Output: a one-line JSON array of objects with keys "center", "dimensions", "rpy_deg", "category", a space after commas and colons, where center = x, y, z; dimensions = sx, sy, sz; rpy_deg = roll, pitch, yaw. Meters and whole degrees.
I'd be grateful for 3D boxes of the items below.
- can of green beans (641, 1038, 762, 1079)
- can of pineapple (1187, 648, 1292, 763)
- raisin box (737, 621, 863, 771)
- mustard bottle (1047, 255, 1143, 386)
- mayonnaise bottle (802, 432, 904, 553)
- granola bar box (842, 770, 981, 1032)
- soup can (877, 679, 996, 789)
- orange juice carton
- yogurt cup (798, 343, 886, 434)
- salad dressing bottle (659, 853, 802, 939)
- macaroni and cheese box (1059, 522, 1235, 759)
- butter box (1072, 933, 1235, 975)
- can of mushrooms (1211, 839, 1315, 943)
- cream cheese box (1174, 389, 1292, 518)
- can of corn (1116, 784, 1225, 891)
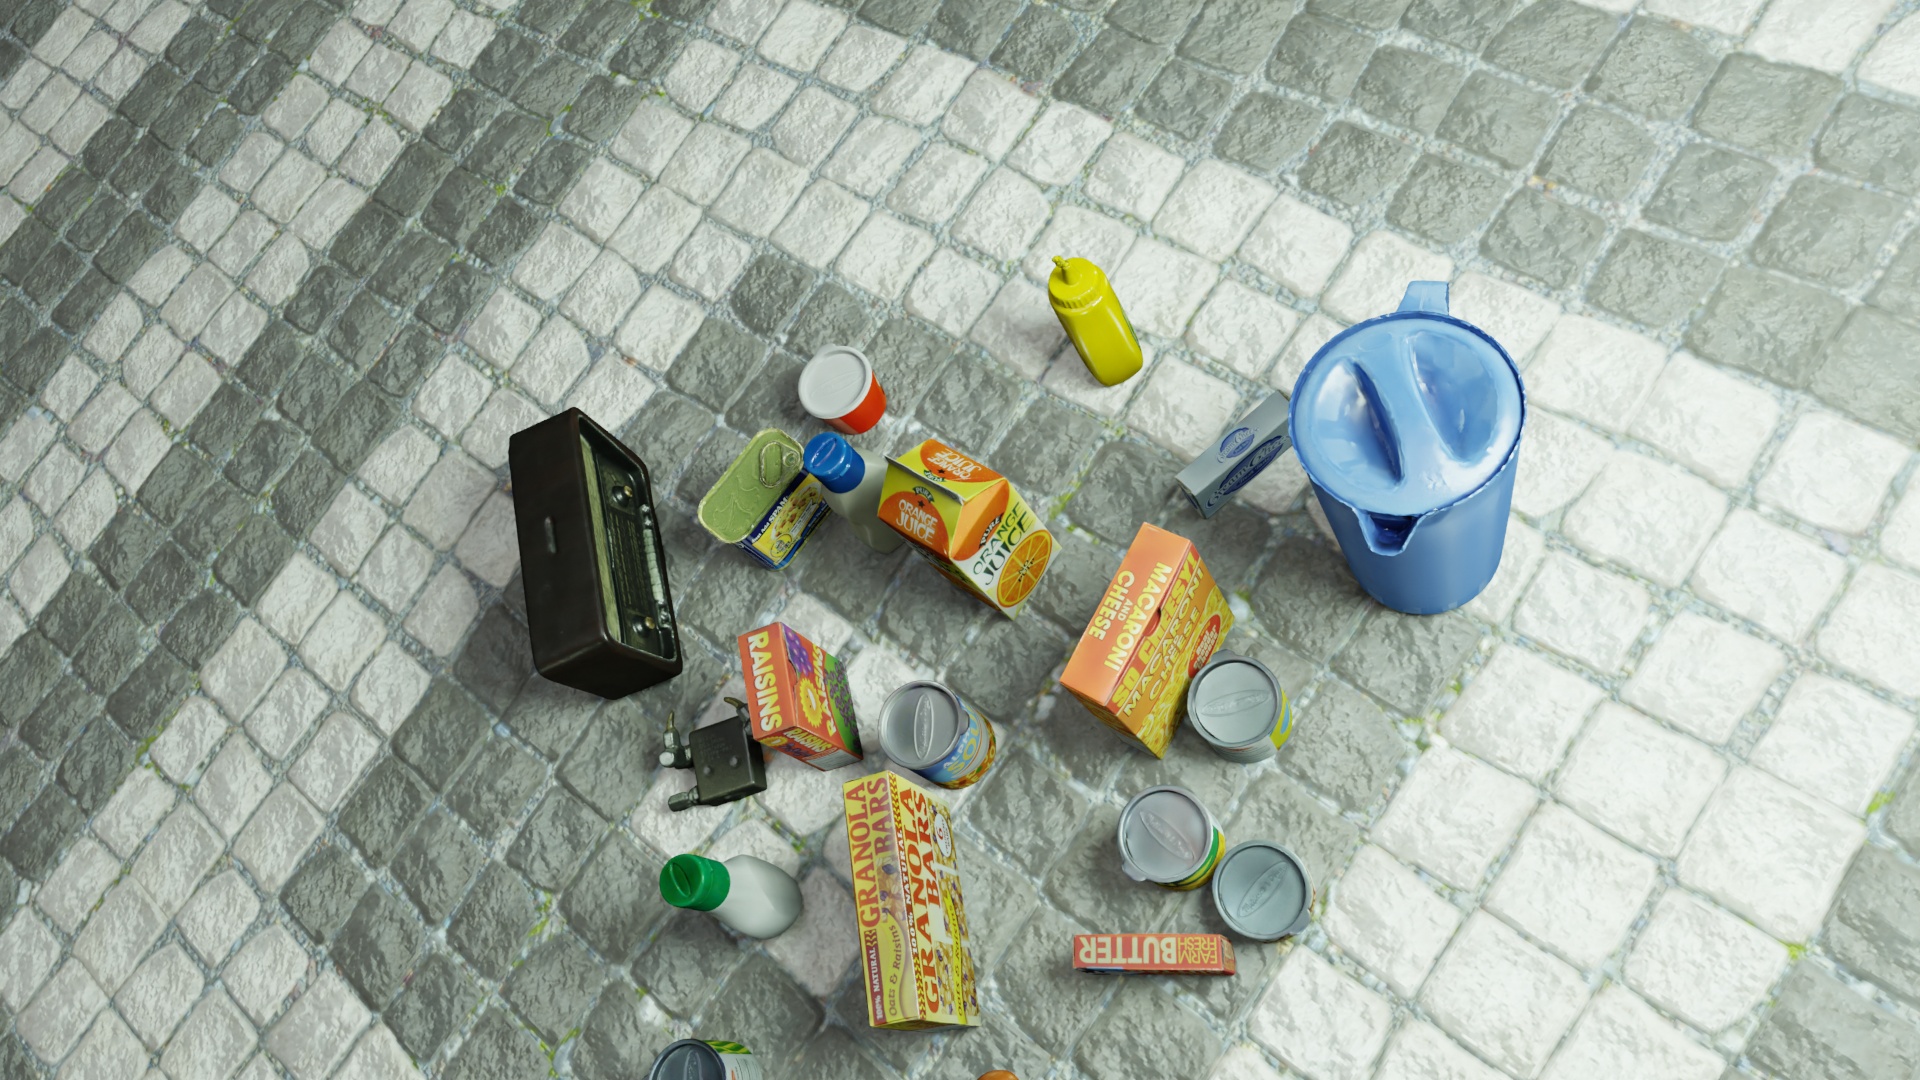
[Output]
[{"center": [-0.187, 0.401, 1.019], "dimensions": [0.071, 0.057, 0.071], "rpy_deg": [-7, 67, 18], "category": "can of green beans"}, {"center": [0.199, 0.119, 0.986], "dimensions": [0.071, 0.057, 0.071], "rpy_deg": [-7, 67, 18], "category": "can of pineapple"}, {"center": [-0.121, 0.122, 1.069], "dimensions": [0.040, 0.123, 0.086], "rpy_deg": [-19, 64, 13], "category": "raisin box"}, {"center": [0.101, -0.179, 1.085], "dimensions": [0.049, 0.160, 0.065], "rpy_deg": [-29, 62, 8], "category": "mustard bottle"}, {"center": [-0.078, -0.041, 1.104], "dimensions": [0.041, 0.147, 0.065], "rpy_deg": [37, 86, 29], "category": "mayonnaise bottle"}, {"center": [-0.035, 0.258, 0.981], "dimensions": [0.039, 0.124, 0.166], "rpy_deg": [-16, 65, 15], "category": "granola bar box"}, {"center": [-0.014, 0.147, 1.041], "dimensions": [0.071, 0.083, 0.071], "rpy_deg": [-7, 67, 18], "category": "soup can"}, {"center": [0.004, -0.013, 1.037], "dimensions": [0.072, 0.192, 0.073], "rpy_deg": [31, 83, 28], "category": "orange juice carton"}, {"center": [-0.099, -0.126, 1.201], "dimensions": [0.072, 0.054, 0.072], "rpy_deg": [-7, 67, 18], "category": "yogurt cup"}, {"center": [-0.167, 0.257, 1.018], "dimensions": [0.044, 0.147, 0.064], "rpy_deg": [-38, 61, 3], "category": "salad dressing bottle"}, {"center": [0.135, 0.074, 0.967], "dimensions": [0.040, 0.166, 0.124], "rpy_deg": [24, 80, 27], "category": "macaroni and cheese box"}, {"center": [0.133, 0.283, 0.948], "dimensions": [0.103, 0.053, 0.024], "rpy_deg": [-6, 68, 19], "category": "butter box"}, {"center": [0.209, 0.241, 0.947], "dimensions": [0.071, 0.033, 0.071], "rpy_deg": [-7, 67, 18], "category": "can of mushrooms"}, {"center": [0.214, -0.064, 1.057], "dimensions": [0.104, 0.053, 0.024], "rpy_deg": [-40, 61, 2], "category": "cream cheese box"}, {"center": [0.146, 0.211, 0.969], "dimensions": [0.071, 0.058, 0.071], "rpy_deg": [-7, 67, 18], "category": "can of corn"}]
